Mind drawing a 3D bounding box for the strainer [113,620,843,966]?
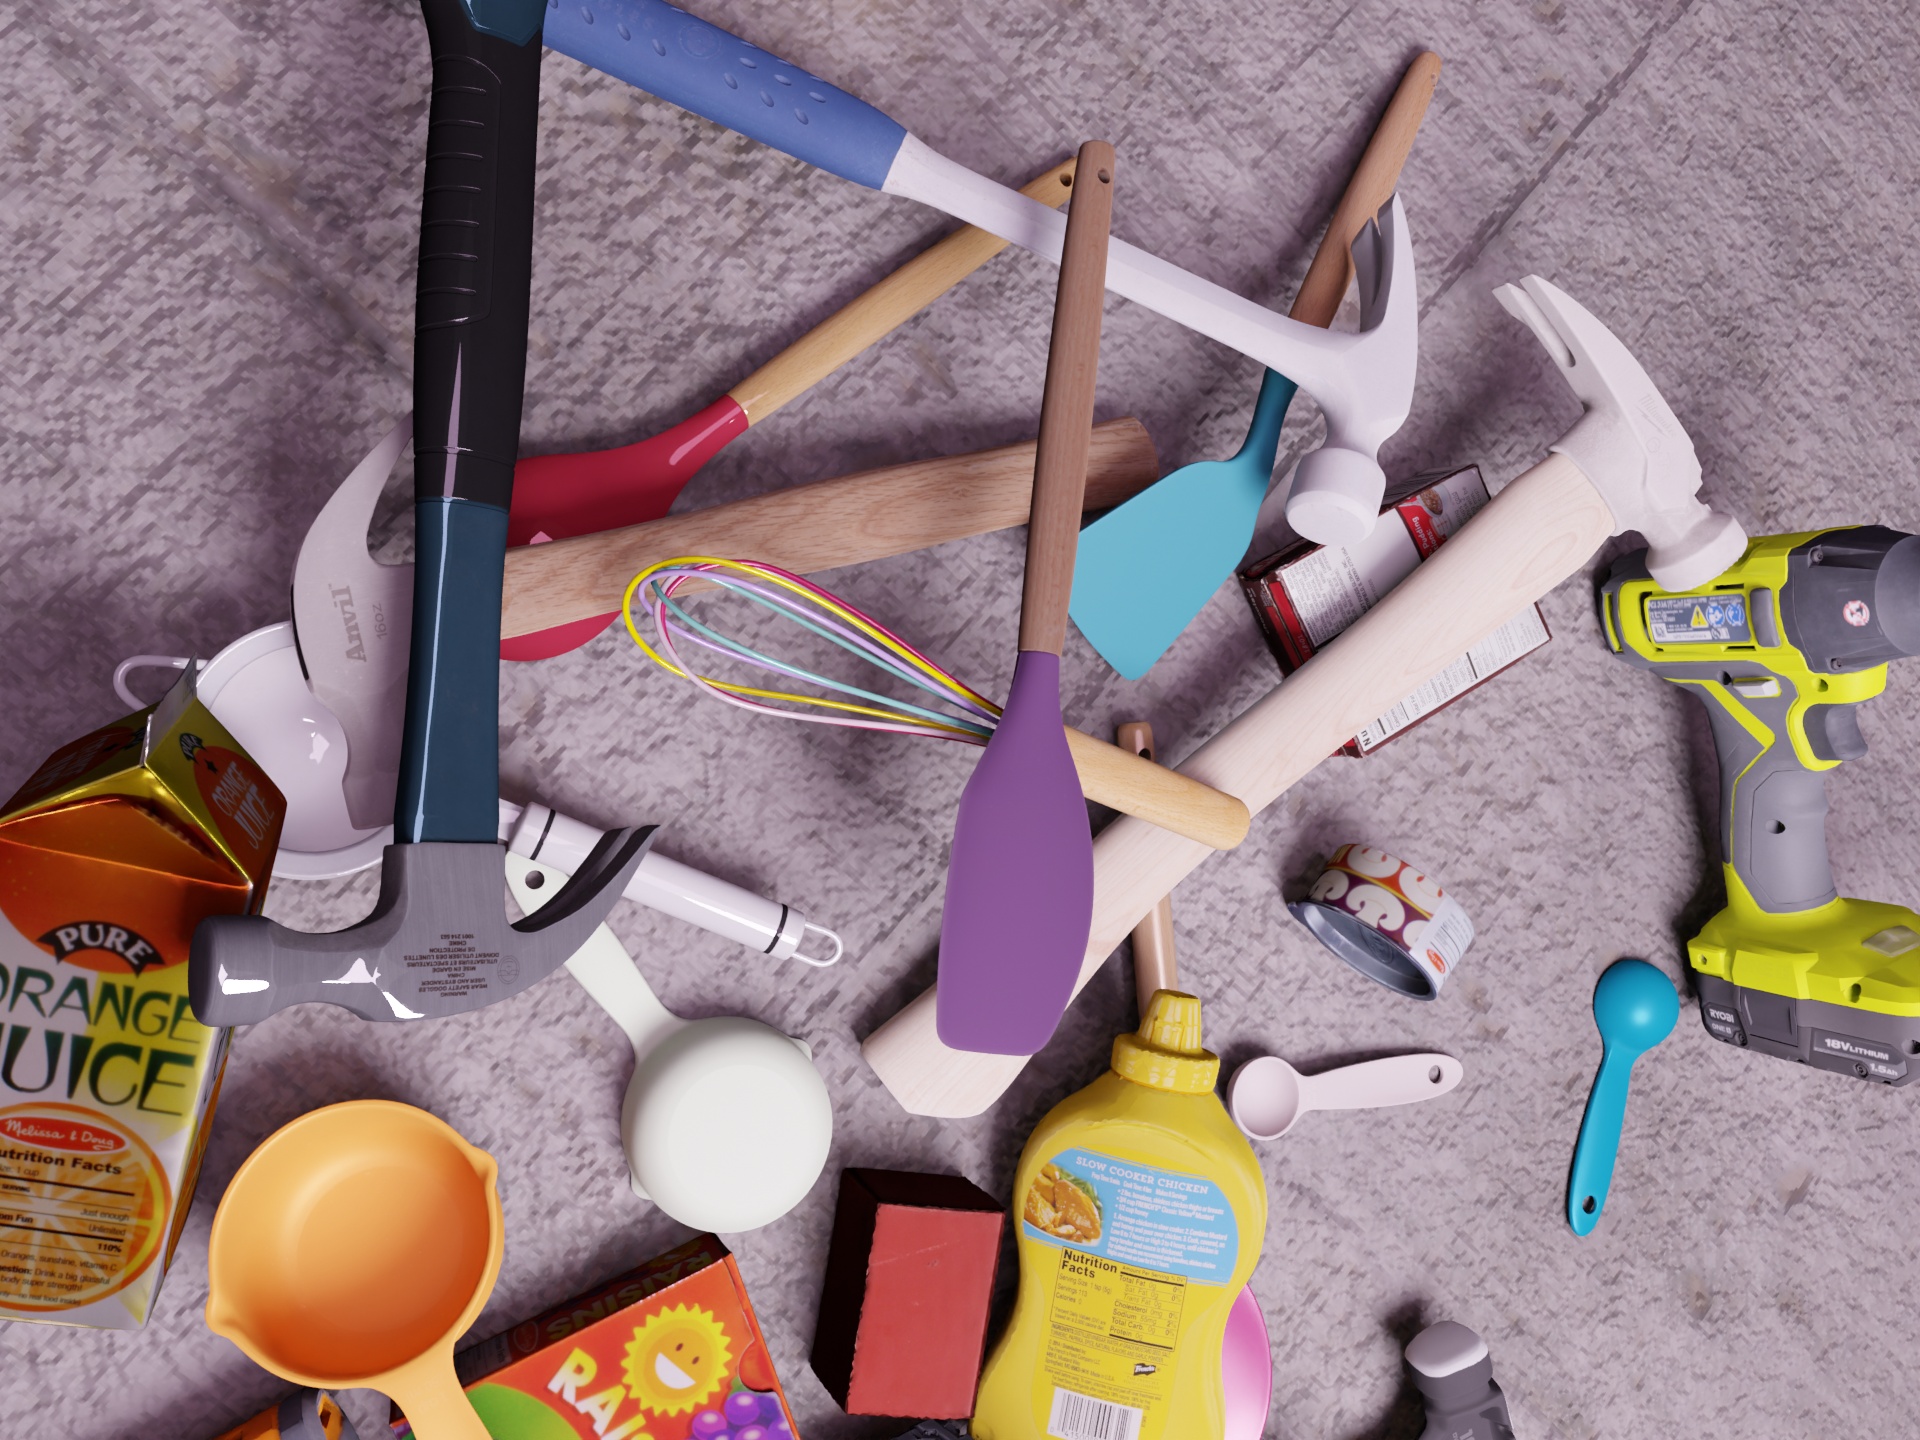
[{"bbox_3d":[-0.158,0.036,0.553,0.258,0.050,0.087,25,84,-16],"label":"strainer"}]

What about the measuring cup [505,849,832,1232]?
[{"bbox_3d":[-0.110,0.113,0.574,0.083,0.038,0.167,-39,101,-16],"label":"measuring cup"}]

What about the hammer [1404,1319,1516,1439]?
[{"bbox_3d":[0.083,0.369,0.632,0.337,0.034,0.127,-21,103,-16],"label":"hammer"}]

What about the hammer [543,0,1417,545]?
[{"bbox_3d":[-0.012,-0.205,0.587,0.405,0.035,0.144,23,68,-8],"label":"hammer"}]

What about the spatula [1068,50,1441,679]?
[{"bbox_3d":[0.133,-0.164,0.660,0.082,0.044,0.318,47,62,-42],"label":"spatula"}]

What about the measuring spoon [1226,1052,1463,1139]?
[{"bbox_3d":[0.164,0.156,0.683,0.124,0.018,0.034,0,87,-26],"label":"measuring spoon"}]

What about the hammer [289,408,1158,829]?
[{"bbox_3d":[-0.067,-0.069,0.571,0.331,0.031,0.130,-17,96,-28],"label":"hammer"}]

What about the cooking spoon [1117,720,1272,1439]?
[{"bbox_3d":[0.085,0.159,0.651,0.068,0.017,0.319,-5,91,-17],"label":"cooking spoon"}]

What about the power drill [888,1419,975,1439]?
[{"bbox_3d":[-0.053,0.316,0.499,0.219,0.143,0.078,-2,107,-44],"label":"power drill"}]

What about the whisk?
[{"bbox_3d":[-0.002,-0.001,0.554,0.244,0.051,0.047,22,100,-22],"label":"whisk"}]

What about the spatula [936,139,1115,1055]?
[{"bbox_3d":[0.031,-0.047,0.539,0.059,0.018,0.316,11,80,-32],"label":"spatula"}]

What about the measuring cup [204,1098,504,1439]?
[{"bbox_3d":[-0.174,0.208,0.518,0.095,0.052,0.174,-28,78,-19],"label":"measuring cup"}]

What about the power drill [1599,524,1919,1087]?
[{"bbox_3d":[0.367,0.030,0.673,0.080,0.171,0.223,-17,97,-20],"label":"power drill"}]

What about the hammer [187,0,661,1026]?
[{"bbox_3d":[-0.151,-0.078,0.479,0.128,0.033,0.331,7,81,-38],"label":"hammer"}]

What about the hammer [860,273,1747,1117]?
[{"bbox_3d":[0.122,-0.001,0.627,0.410,0.038,0.146,-40,99,-6],"label":"hammer"}]

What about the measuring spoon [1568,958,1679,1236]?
[{"bbox_3d":[0.301,0.172,0.722,0.042,0.021,0.129,19,81,-17],"label":"measuring spoon"}]

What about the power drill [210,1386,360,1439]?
[{"bbox_3d":[-0.234,0.355,0.506,0.164,0.084,0.226,-26,93,-17],"label":"power drill"}]

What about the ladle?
[{"bbox_3d":[-0.064,-0.130,0.604,0.315,0.031,0.069,-40,103,-17],"label":"ladle"}]
